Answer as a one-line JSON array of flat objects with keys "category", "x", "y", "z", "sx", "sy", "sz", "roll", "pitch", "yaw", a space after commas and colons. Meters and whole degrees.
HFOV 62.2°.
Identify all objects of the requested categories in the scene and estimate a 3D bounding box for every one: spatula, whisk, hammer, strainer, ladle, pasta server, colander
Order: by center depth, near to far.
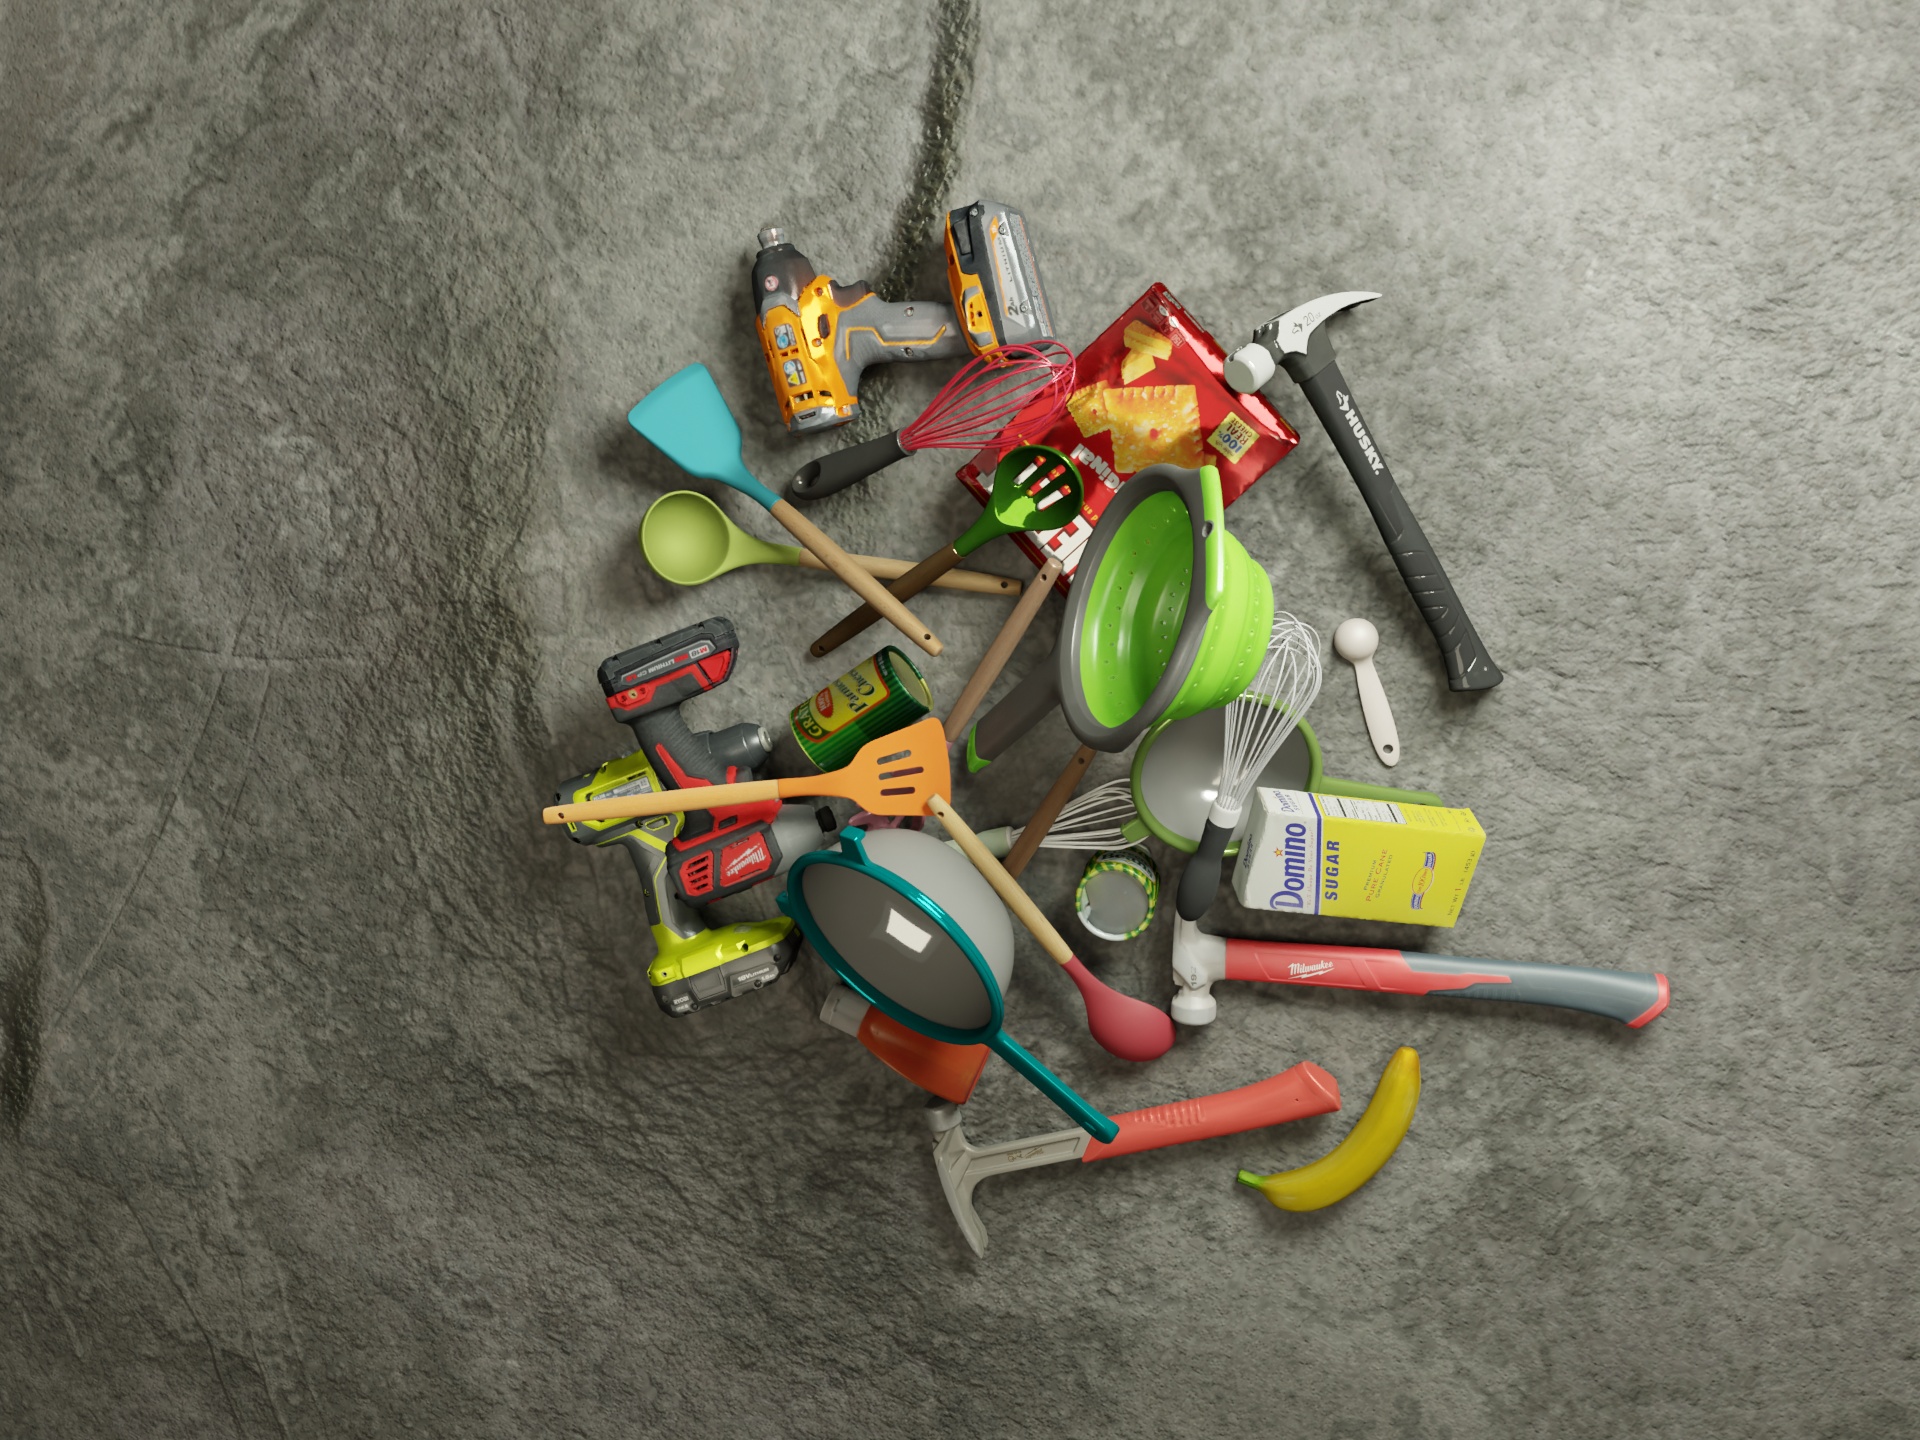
[{"category": "colander", "x": 0.121, "y": -0.039, "z": 1.188, "sx": 0.094, "sy": 0.205, "sz": 0.397, "roll": 13, "pitch": 152, "yaw": -21}, {"category": "hammer", "x": 0.323, "y": -0.162, "z": 1.191, "sx": 0.334, "sy": 0.146, "sz": 0.035, "roll": 57, "pitch": 152, "yaw": -15}, {"category": "whisk", "x": 0.209, "y": 0.043, "z": 1.204, "sx": 0.070, "sy": 0.070, "sz": 0.284, "roll": 18, "pitch": 124, "yaw": 7}, {"category": "whisk", "x": -0.027, "y": -0.222, "z": 1.226, "sx": 0.296, "sy": 0.073, "sz": 0.073, "roll": -15, "pitch": 100, "yaw": 40}, {"category": "spatula", "x": -0.168, "y": 0.056, "z": 1.267, "sx": 0.322, "sy": 0.041, "sz": 0.081, "roll": -6, "pitch": 98, "yaw": -2}, {"category": "strainer", "x": 0.257, "y": 0.038, "z": 1.271, "sx": 0.256, "sy": 0.069, "sz": 0.151, "roll": 9, "pitch": 118, "yaw": -9}, {"category": "spatula", "x": -0.131, "y": -0.160, "z": 1.277, "sx": 0.317, "sy": 0.044, "sz": 0.082, "roll": 42, "pitch": 68, "yaw": 13}, {"category": "hammer", "x": 0.367, "y": 0.190, "z": 1.290, "sx": 0.386, "sy": 0.038, "sz": 0.143, "roll": 3, "pitch": 102, "yaw": 12}, {"category": "pasta server", "x": -0.002, "y": -0.004, "z": 1.292, "sx": 0.060, "sy": 0.040, "sz": 0.316, "roll": 40, "pitch": 122, "yaw": 12}, {"category": "strainer", "x": 0.016, "y": 0.201, "z": 1.294, "sx": 0.340, "sy": 0.095, "sz": 0.211, "roll": 42, "pitch": 148, "yaw": -2}, {"category": "ladle", "x": -0.108, "y": -0.132, "z": 1.308, "sx": 0.320, "sy": 0.062, "sz": 0.078, "roll": 9, "pitch": 88, "yaw": 7}, {"category": "ladle", "x": 0.073, "y": 0.177, "z": 1.316, "sx": 0.069, "sy": 0.031, "sz": 0.315, "roll": -31, "pitch": 108, "yaw": 27}, {"category": "spatula", "x": 0.033, "y": 0.133, "z": 1.324, "sx": 0.060, "sy": 0.018, "sz": 0.315, "roll": 34, "pitch": 122, "yaw": 4}, {"category": "whisk", "x": 0.051, "y": 0.098, "z": 1.337, "sx": 0.246, "sy": 0.057, "sz": 0.059, "roll": -14, "pitch": 65, "yaw": 18}, {"category": "hammer", "x": 0.151, "y": 0.365, "z": 1.374, "sx": 0.359, "sy": 0.037, "sz": 0.149, "roll": -16, "pitch": 99, "yaw": 17}]

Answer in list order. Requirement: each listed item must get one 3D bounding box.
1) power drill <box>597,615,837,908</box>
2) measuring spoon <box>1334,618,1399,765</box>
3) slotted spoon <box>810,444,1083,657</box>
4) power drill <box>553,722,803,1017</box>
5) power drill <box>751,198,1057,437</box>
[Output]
[{"category": "power drill", "x": -0.199, "y": 0.032, "z": 1.306, "sx": 0.143, "sy": 0.078, "sz": 0.219, "roll": -21, "pitch": 96, "yaw": -3}, {"category": "measuring spoon", "x": 0.326, "y": -0.020, "z": 1.258, "sx": 0.034, "sy": 0.018, "sz": 0.124, "roll": -16, "pitch": 100, "yaw": 15}, {"category": "slotted spoon", "x": -0.019, "y": -0.125, "z": 1.255, "sx": 0.313, "sy": 0.031, "sz": 0.070, "roll": -32, "pitch": 104, "yaw": 37}, {"category": "power drill", "x": -0.225, "y": 0.124, "z": 1.382, "sx": 0.190, "sy": 0.080, "sz": 0.228, "roll": -21, "pitch": 96, "yaw": 7}, {"category": "power drill", "x": -0.055, "y": -0.328, "z": 1.237, "sx": 0.226, "sy": 0.084, "sz": 0.164, "roll": -14, "pitch": 99, "yaw": 19}]
